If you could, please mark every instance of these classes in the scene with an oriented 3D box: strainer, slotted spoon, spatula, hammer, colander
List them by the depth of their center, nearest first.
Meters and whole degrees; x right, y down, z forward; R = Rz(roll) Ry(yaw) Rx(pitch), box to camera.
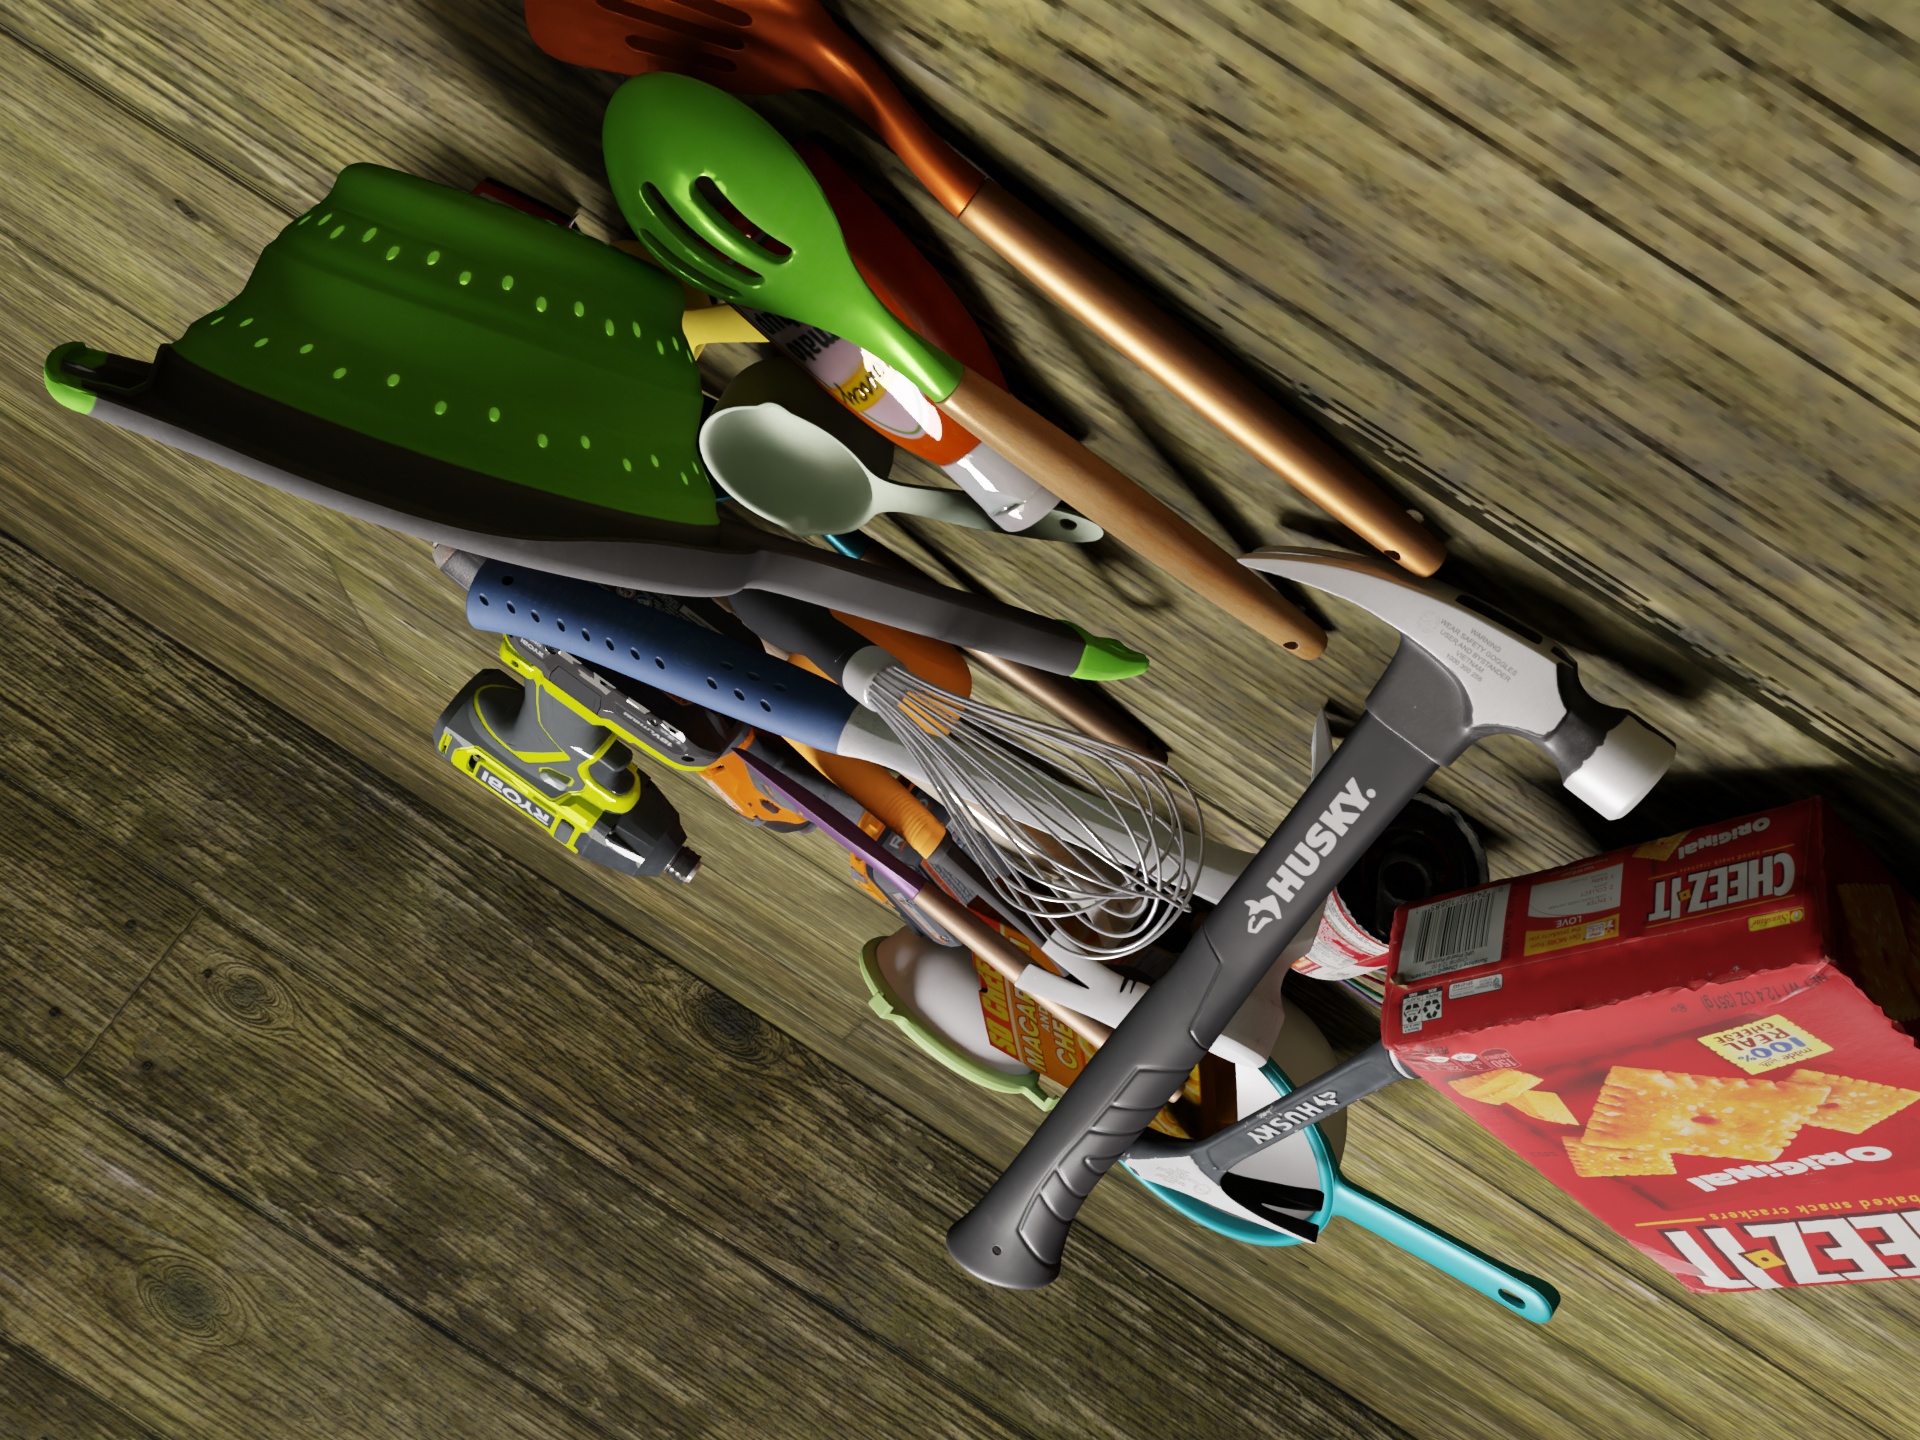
[{"bbox_3d":[0.018,-0.134,0.476,0.322,0.041,0.081,35,164,-11],"label":"spatula"},{"bbox_3d":[0.017,-0.097,0.521,0.313,0.031,0.070,31,149,-29],"label":"slotted spoon"},{"bbox_3d":[-0.085,-0.099,0.553,0.396,0.094,0.205,14,-169,-29],"label":"colander"},{"bbox_3d":[0.087,0.090,0.579,0.146,0.334,0.035,39,-155,13],"label":"hammer"},{"bbox_3d":[-0.035,0.002,0.687,0.405,0.144,0.035,21,163,17],"label":"hammer"},{"bbox_3d":[-0.031,-0.059,0.732,0.317,0.082,0.044,34,135,-19],"label":"spatula"},{"bbox_3d":[0.202,0.166,0.747,0.149,0.036,0.408,27,144,-9],"label":"hammer"},{"bbox_3d":[-0.070,-0.014,0.866,0.410,0.038,0.146,36,-177,-3],"label":"hammer"},{"bbox_3d":[-0.002,0.111,0.895,0.316,0.018,0.060,38,180,4],"label":"spatula"},{"bbox_3d":[-0.032,0.056,0.903,0.337,0.034,0.127,38,-177,36],"label":"hammer"},{"bbox_3d":[0.215,0.244,0.976,0.341,0.095,0.210,24,137,33],"label":"strainer"},{"bbox_3d":[0.003,0.160,1.133,0.151,0.069,0.257,33,-167,-18],"label":"strainer"}]

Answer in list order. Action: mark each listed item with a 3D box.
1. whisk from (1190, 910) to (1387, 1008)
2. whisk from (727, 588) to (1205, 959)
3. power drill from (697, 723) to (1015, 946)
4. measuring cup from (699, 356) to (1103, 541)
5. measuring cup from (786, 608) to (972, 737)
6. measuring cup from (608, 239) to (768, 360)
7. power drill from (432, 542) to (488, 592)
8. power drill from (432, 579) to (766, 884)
[{"bbox_3d":[0.191,0.125,0.833,0.047,0.051,0.245,56,160,-13],"label":"whisk"},{"bbox_3d":[-0.013,-0.003,0.596,0.285,0.070,0.070,37,169,43],"label":"whisk"},{"bbox_3d":[-0.078,0.064,1.071,0.227,0.084,0.164,25,162,33],"label":"power drill"},{"bbox_3d":[-0.021,-0.103,0.637,0.167,0.038,0.083,13,151,11],"label":"measuring cup"},{"bbox_3d":[-0.001,-0.003,0.785,0.173,0.052,0.095,30,-162,-6],"label":"measuring cup"},{"bbox_3d":[-0.085,-0.162,0.612,0.156,0.029,0.062,5,148,32],"label":"measuring cup"},{"bbox_3d":[-0.245,-0.070,1.008,0.185,0.084,0.226,41,164,-17],"label":"power drill"},{"bbox_3d":[-0.193,0.005,0.872,0.171,0.080,0.223,36,145,-5],"label":"power drill"}]
